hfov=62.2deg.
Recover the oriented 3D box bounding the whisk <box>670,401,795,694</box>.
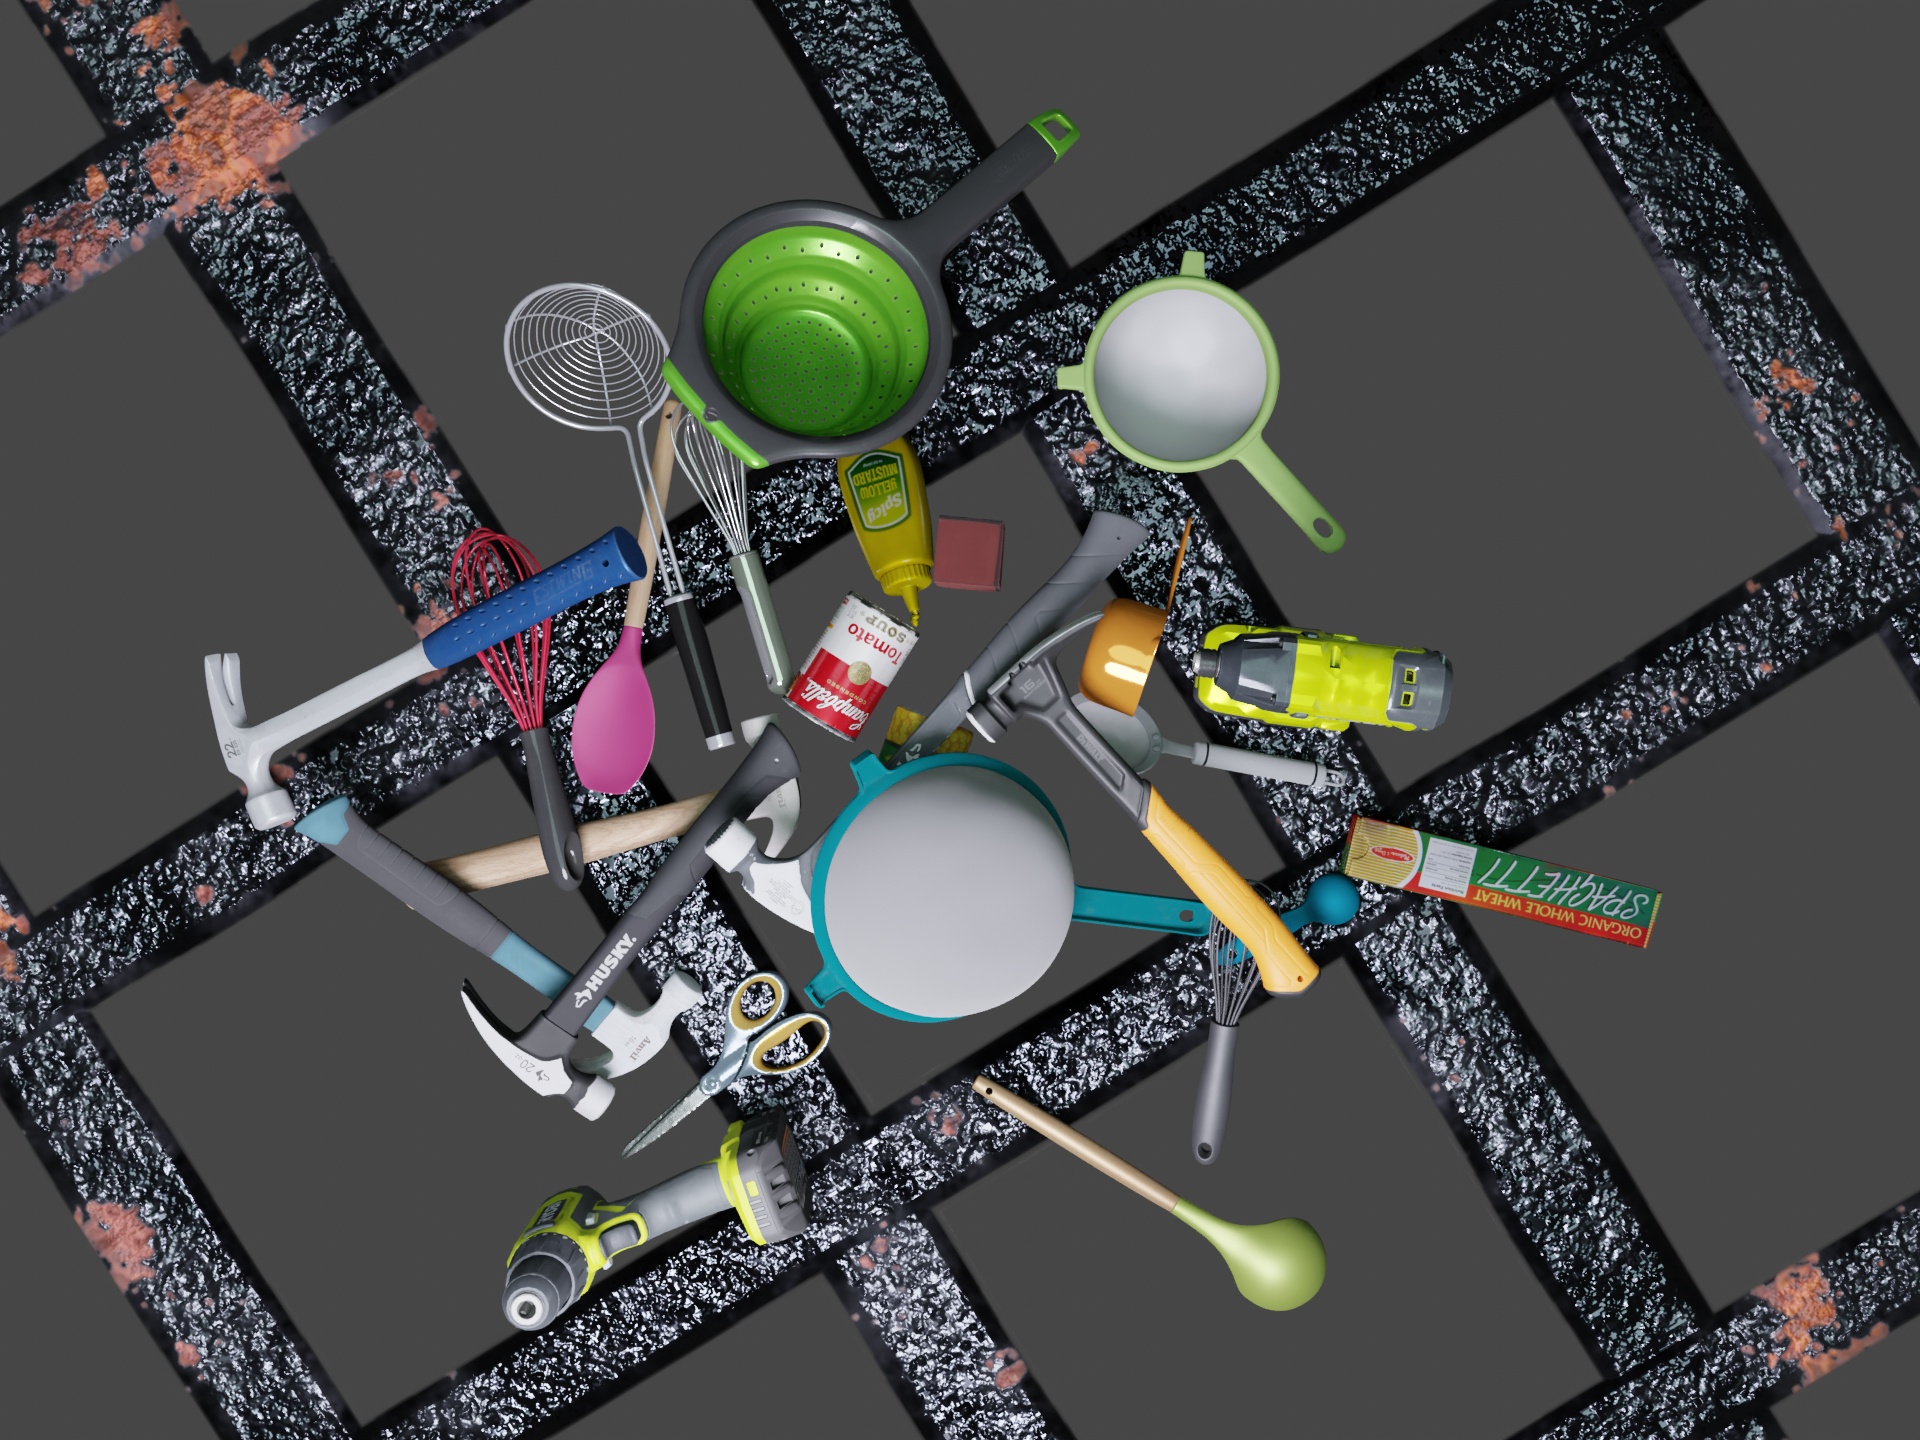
[{"bbox_3d":[-0.176,-0.139,1.266,0.059,0.058,0.246,-19,97,-29],"label":"whisk"}]

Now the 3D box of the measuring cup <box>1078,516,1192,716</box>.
[{"bbox_3d":[0.138,-0.090,1.254,0.052,0.095,0.174,17,74,5],"label":"measuring cup"}]

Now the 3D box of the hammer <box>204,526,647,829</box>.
[{"bbox_3d":[-0.418,-0.053,1.223,0.405,0.035,0.144,-24,89,19],"label":"hammer"}]

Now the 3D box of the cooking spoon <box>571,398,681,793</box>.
[{"bbox_3d":[-0.256,-0.100,1.269,0.069,0.017,0.319,9,88,9],"label":"cooking spoon"}]

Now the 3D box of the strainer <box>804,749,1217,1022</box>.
[{"bbox_3d":[0.061,0.144,1.189,0.340,0.095,0.211,9,97,-23],"label":"strainer"}]

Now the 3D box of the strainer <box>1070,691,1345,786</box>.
[{"bbox_3d":[0.183,0.027,1.269,0.258,0.050,0.087,11,49,-5],"label":"strainer"}]

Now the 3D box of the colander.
[{"bbox_3d":[-0.057,-0.340,1.245,0.397,0.094,0.204,-44,91,-16],"label":"colander"}]

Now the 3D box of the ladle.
[{"bbox_3d":[0.151,0.373,1.287,0.320,0.062,0.078,30,94,6],"label":"ladle"}]

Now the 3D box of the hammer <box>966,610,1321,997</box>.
[{"bbox_3d":[0.160,0.075,1.197,0.127,0.034,0.337,-42,97,2],"label":"hammer"}]

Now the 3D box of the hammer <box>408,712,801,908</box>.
[{"bbox_3d":[-0.289,0.098,1.282,0.331,0.031,0.130,-15,91,2],"label":"hammer"}]

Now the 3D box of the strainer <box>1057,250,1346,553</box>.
[{"bbox_3d":[0.205,-0.227,1.245,0.151,0.069,0.256,-43,92,0],"label":"strainer"}]

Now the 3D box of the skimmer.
[{"bbox_3d":[-0.245,-0.150,1.214,0.127,0.090,0.363,-15,92,15],"label":"skimmer"}]

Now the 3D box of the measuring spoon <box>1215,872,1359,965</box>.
[{"bbox_3d":[0.264,0.166,1.281,0.128,0.021,0.042,-29,92,2],"label":"measuring spoon"}]

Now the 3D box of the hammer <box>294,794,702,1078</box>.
[{"bbox_3d":[-0.374,0.167,1.257,0.331,0.033,0.128,39,94,-12],"label":"hammer"}]

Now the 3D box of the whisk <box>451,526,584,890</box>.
[{"bbox_3d":[-0.340,-0.010,1.251,0.073,0.073,0.296,-14,87,1],"label":"whisk"}]

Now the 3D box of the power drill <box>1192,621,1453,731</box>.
[{"bbox_3d":[0.246,-0.034,1.173,0.171,0.223,0.080,7,92,0],"label":"power drill"}]

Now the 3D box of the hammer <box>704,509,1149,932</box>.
[{"bbox_3d":[-0.002,-0.004,1.209,0.149,0.036,0.409,44,86,-13],"label":"hammer"}]

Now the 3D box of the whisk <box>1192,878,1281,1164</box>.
[{"bbox_3d":[0.214,0.243,1.270,0.055,0.055,0.239,8,100,0],"label":"whisk"}]

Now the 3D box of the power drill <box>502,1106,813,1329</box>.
[{"bbox_3d":[-0.235,0.385,1.216,0.228,0.190,0.080,-20,92,-3],"label":"power drill"}]

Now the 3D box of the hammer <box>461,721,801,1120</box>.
[{"bbox_3d":[-0.242,0.140,1.236,0.146,0.035,0.335,39,88,-15],"label":"hammer"}]
